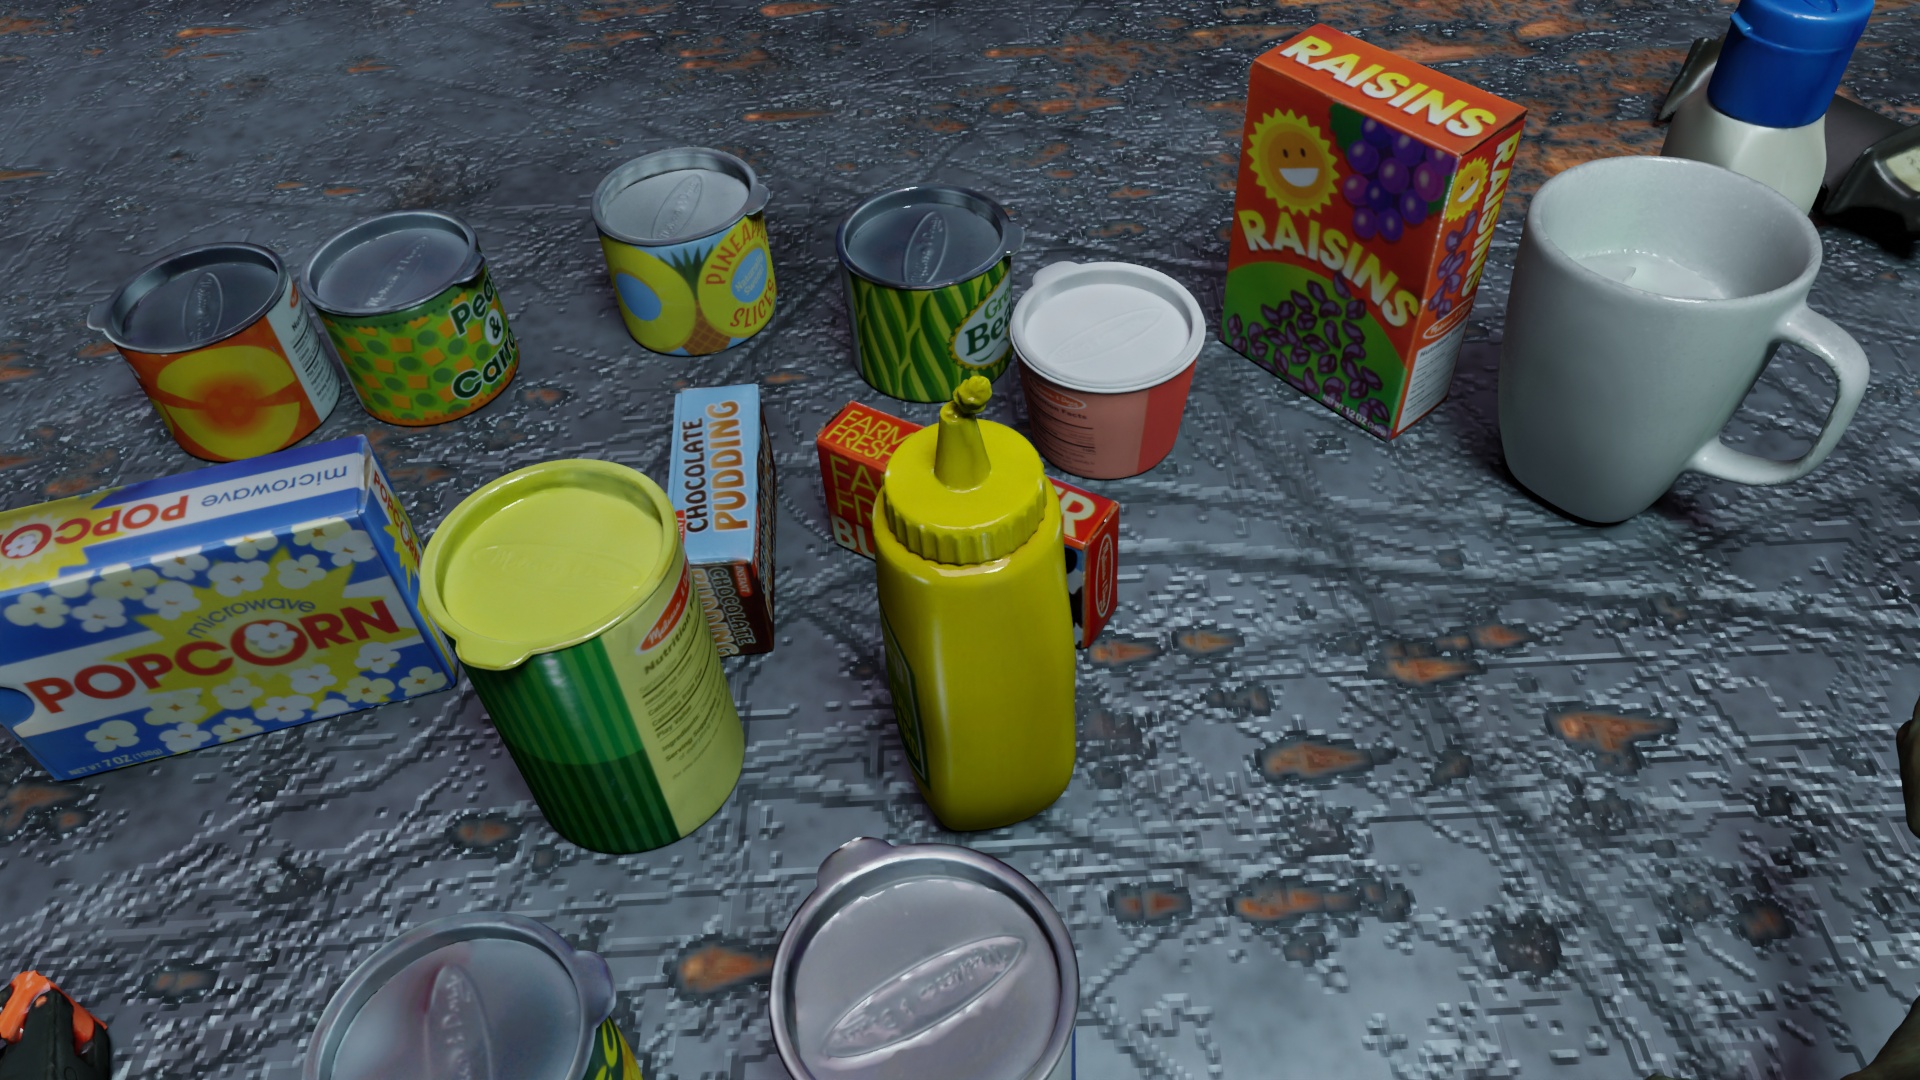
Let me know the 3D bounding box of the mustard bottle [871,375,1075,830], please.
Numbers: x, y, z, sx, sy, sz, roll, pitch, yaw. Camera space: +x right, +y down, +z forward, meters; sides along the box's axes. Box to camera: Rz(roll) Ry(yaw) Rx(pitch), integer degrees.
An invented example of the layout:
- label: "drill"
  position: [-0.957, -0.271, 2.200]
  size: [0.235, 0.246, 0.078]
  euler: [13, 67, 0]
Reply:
- label: "mustard bottle"
  position: [0.003, 0.015, 0.368]
  size: [0.049, 0.159, 0.065]
  euler: [-15, 49, -9]

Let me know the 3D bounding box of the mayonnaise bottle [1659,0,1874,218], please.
- label: "mayonnaise bottle"
  position: [0.265, -0.119, 0.479]
  size: [0.041, 0.147, 0.065]
  euler: [-3, 48, 2]

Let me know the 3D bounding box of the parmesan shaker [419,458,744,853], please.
- label: "parmesan shaker"
  position: [-0.104, 0.038, 0.393]
  size: [0.071, 0.102, 0.072]
  euler: [-2, 48, 2]

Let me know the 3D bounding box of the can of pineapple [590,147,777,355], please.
- label: "can of pineapple"
  position: [-0.109, -0.116, 0.564]
  size: [0.071, 0.057, 0.071]
  euler: [-2, 48, 2]

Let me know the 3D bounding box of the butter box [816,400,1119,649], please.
- label: "butter box"
  position: [0.002, -0.006, 0.459]
  size: [0.103, 0.052, 0.024]
  euler: [23, 53, 23]

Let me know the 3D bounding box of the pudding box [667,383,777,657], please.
- label: "pudding box"
  position: [-0.080, -0.008, 0.469]
  size: [0.030, 0.049, 0.084]
  euler: [-5, 48, -1]

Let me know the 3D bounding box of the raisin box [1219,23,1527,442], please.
- label: "raisin box"
  position: [0.141, -0.108, 0.494]
  size: [0.040, 0.122, 0.086]
  euler: [-34, 54, -24]

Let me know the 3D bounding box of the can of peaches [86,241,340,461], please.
- label: "can of peaches"
  position: [-0.285, -0.072, 0.536]
  size: [0.071, 0.057, 0.071]
  euler: [-2, 48, 2]

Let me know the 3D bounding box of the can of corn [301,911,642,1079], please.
- label: "can of corn"
  position: [-0.112, 0.133, 0.338]
  size: [0.071, 0.058, 0.071]
  euler: [-2, 48, 2]

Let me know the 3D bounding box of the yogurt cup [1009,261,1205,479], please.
- label: "yogurt cup"
  position: [0.053, -0.059, 0.503]
  size: [0.072, 0.053, 0.073]
  euler: [-2, 48, 2]

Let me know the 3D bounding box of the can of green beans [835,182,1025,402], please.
- label: "can of green beans"
  position: [-0.012, -0.096, 0.538]
  size: [0.071, 0.057, 0.071]
  euler: [-2, 48, 2]

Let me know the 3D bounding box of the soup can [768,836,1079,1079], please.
- label: "soup can"
  position: [-0.007, 0.119, 0.326]
  size: [0.071, 0.083, 0.072]
  euler: [-2, 48, 2]

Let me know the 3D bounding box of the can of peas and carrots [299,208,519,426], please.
- label: "can of peas and carrots"
  position: [-0.211, -0.087, 0.544]
  size: [0.071, 0.058, 0.071]
  euler: [-2, 48, 2]

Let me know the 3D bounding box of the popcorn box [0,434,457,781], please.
- label: "popcorn box"
  position: [-0.231, 0.022, 0.429]
  size: [0.127, 0.084, 0.038]
  euler: [-14, 48, -8]
